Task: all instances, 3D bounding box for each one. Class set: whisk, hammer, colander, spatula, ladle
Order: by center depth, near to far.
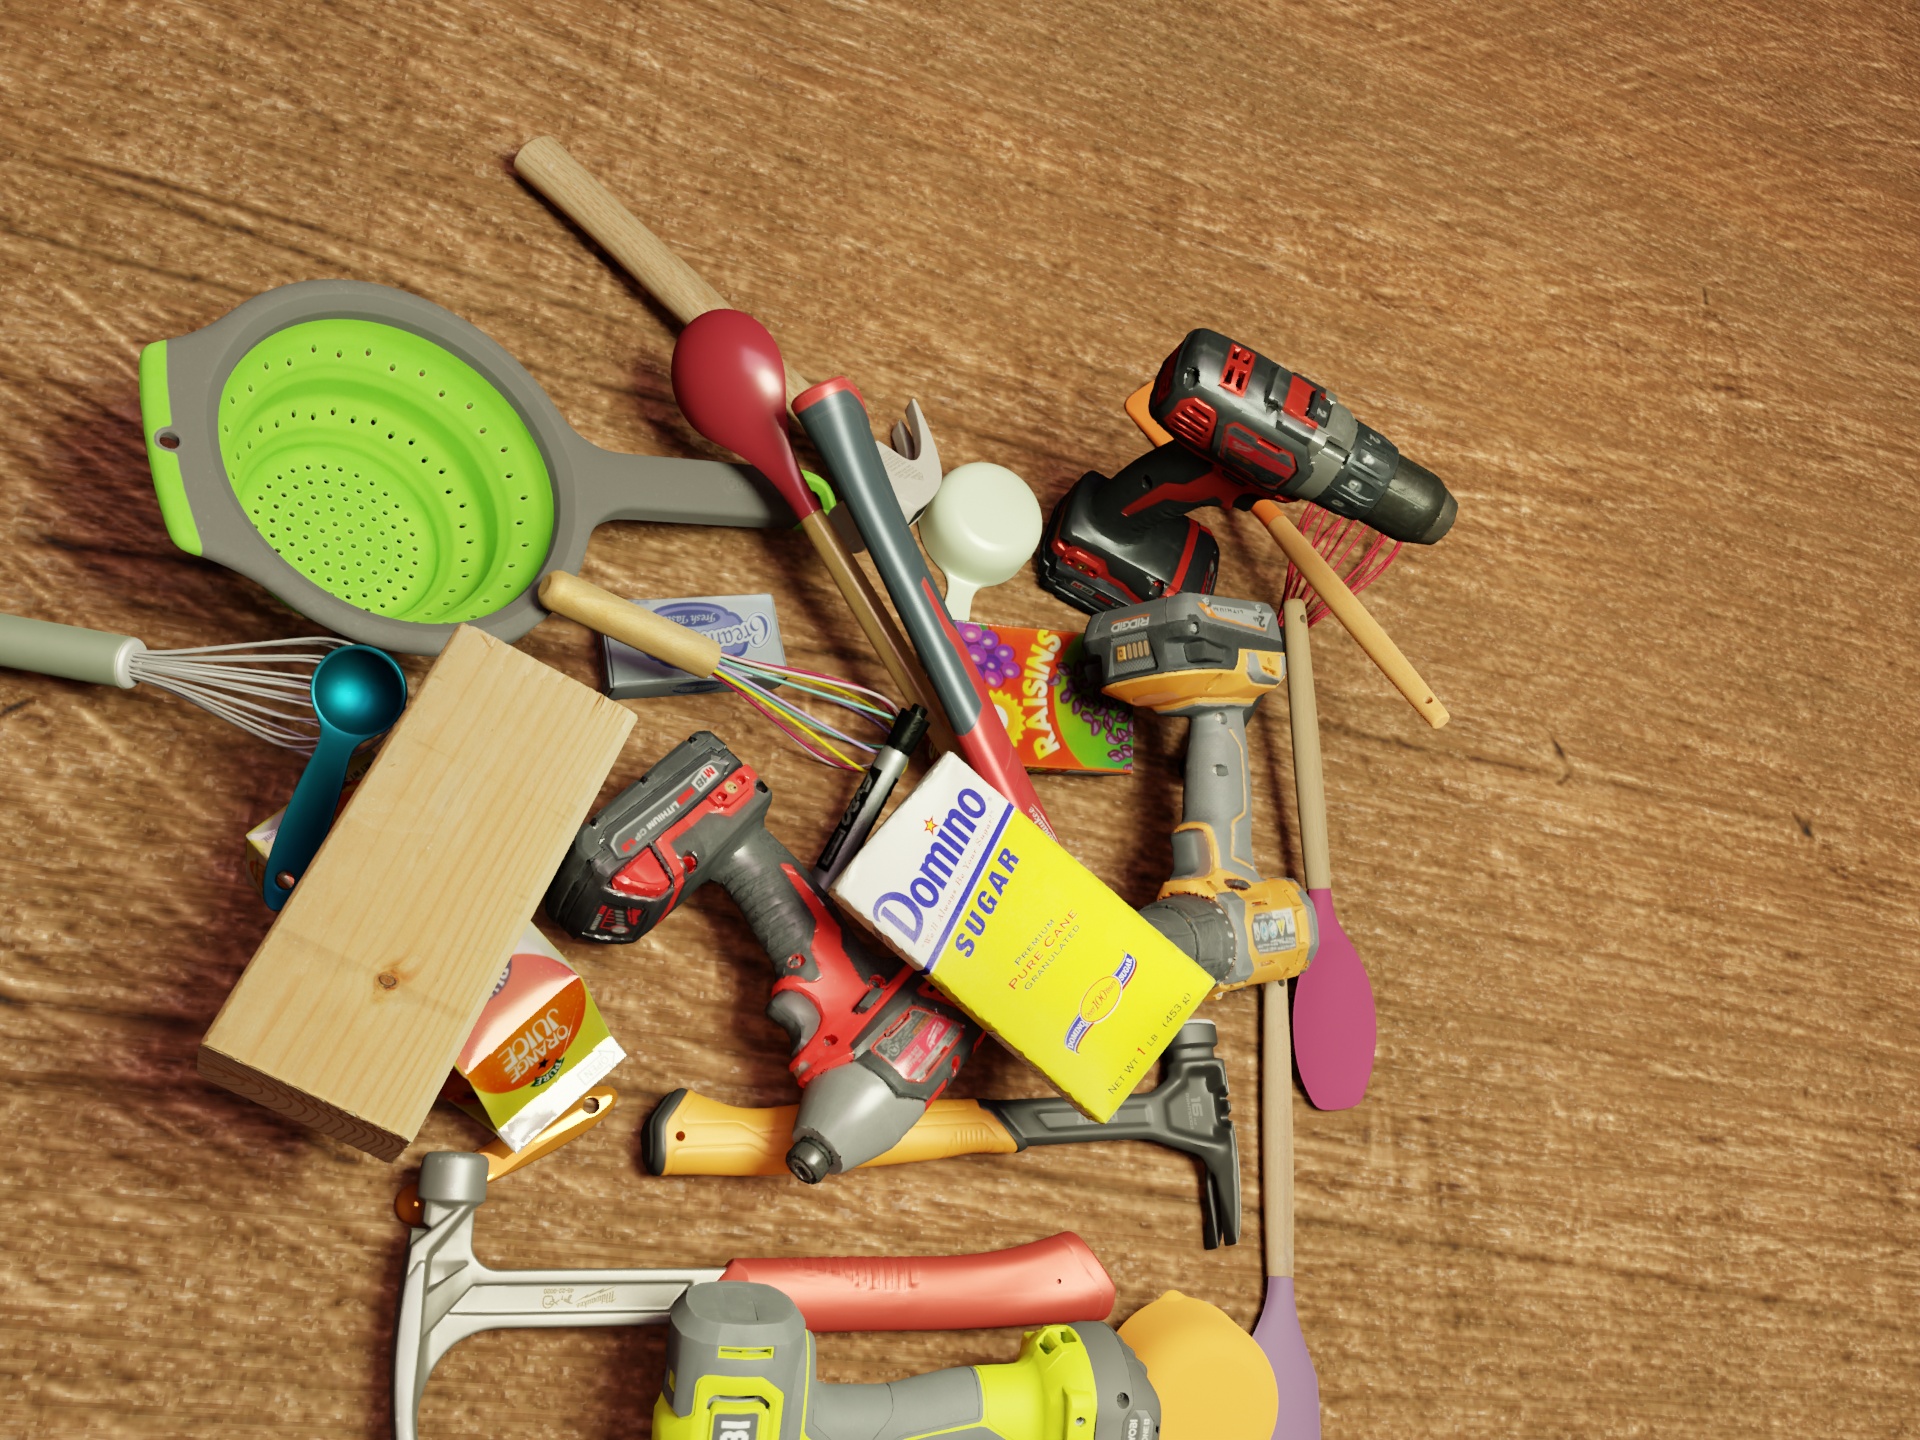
[{"bbox_3d":[-0.383,-0.026,0.751,0.246,0.059,0.058,10,93,2],"label":"whisk"},{"bbox_3d":[-0.090,0.293,0.783,0.359,0.036,0.149,8,72,-22],"label":"hammer"},{"bbox_3d":[-0.002,0.227,0.854,0.336,0.034,0.127,4,67,-22],"label":"hammer"},{"bbox_3d":[-0.117,-0.022,0.861,0.244,0.051,0.047,26,72,-37],"label":"whisk"},{"bbox_3d":[-0.001,-0.003,0.865,0.386,0.038,0.143,64,29,-4],"label":"hammer"},{"bbox_3d":[-0.243,-0.115,0.869,0.397,0.094,0.205,-3,71,-44],"label":"colander"},{"bbox_3d":[-0.072,-0.093,0.901,0.315,0.069,0.031,59,17,-2],"label":"ladle"},{"bbox_3d":[0.181,0.294,0.916,0.059,0.018,0.316,14,65,-20],"label":"spatula"},{"bbox_3d":[-0.143,-0.239,0.971,0.331,0.031,0.130,43,39,4],"label":"hammer"},{"bbox_3d":[0.219,-0.118,1.039,0.081,0.041,0.323,-27,56,-5],"label":"spatula"},{"bbox_3d":[0.223,-0.069,1.063,0.073,0.073,0.296,40,64,-4],"label":"whisk"}]

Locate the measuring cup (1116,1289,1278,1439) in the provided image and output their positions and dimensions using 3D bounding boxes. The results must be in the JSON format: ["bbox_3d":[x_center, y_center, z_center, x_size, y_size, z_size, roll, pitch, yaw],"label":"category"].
[{"bbox_3d":[0.081,0.354,0.817,0.173,0.052,0.095,-1,89,-17],"label":"measuring cup"}]

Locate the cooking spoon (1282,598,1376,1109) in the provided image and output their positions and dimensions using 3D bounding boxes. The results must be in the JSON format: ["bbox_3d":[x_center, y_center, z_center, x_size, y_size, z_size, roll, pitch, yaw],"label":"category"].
[{"bbox_3d":[0.222,0.080,0.995,0.068,0.017,0.319,3,79,-30],"label":"cooking spoon"}]

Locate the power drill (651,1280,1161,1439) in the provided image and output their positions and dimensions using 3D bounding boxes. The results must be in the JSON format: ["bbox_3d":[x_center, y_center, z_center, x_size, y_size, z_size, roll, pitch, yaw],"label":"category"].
[{"bbox_3d":[-0.033,0.362,0.733,0.228,0.080,0.190,6,91,-15],"label":"power drill"}]

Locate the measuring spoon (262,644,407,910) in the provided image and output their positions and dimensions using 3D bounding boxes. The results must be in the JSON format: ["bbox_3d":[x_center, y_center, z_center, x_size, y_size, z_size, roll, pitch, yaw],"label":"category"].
[{"bbox_3d":[-0.284,0.026,0.716,0.042,0.021,0.128,23,96,-4],"label":"measuring spoon"}]

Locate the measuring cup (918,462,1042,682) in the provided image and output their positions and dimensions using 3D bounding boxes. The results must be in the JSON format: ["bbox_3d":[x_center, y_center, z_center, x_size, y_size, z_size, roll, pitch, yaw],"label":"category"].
[{"bbox_3d":[0.007,-0.087,0.984,0.083,0.038,0.168,20,62,-15],"label":"measuring cup"}]

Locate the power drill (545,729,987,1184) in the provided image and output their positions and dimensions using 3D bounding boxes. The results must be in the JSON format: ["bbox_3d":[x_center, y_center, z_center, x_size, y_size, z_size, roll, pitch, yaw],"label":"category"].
[{"bbox_3d":[-0.097,0.123,0.808,0.219,0.078,0.143,42,50,3],"label":"power drill"}]

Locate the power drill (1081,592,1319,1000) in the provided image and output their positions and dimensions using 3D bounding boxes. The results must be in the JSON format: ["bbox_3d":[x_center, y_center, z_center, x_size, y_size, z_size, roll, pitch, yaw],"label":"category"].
[{"bbox_3d":[0.128,0.046,0.906,0.185,0.084,0.226,1,80,-50],"label":"power drill"}]

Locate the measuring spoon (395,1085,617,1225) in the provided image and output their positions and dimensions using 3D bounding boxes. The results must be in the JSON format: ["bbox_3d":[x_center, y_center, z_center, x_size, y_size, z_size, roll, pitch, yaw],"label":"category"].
[{"bbox_3d":[-0.219,0.210,0.777,0.117,0.011,0.021,-26,81,-30],"label":"measuring spoon"}]

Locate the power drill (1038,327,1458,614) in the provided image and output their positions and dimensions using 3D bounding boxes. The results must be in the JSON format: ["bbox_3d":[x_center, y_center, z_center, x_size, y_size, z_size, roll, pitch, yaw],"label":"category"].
[{"bbox_3d":[0.166,-0.125,0.960,0.187,0.226,0.080,26,61,-12],"label":"power drill"}]
